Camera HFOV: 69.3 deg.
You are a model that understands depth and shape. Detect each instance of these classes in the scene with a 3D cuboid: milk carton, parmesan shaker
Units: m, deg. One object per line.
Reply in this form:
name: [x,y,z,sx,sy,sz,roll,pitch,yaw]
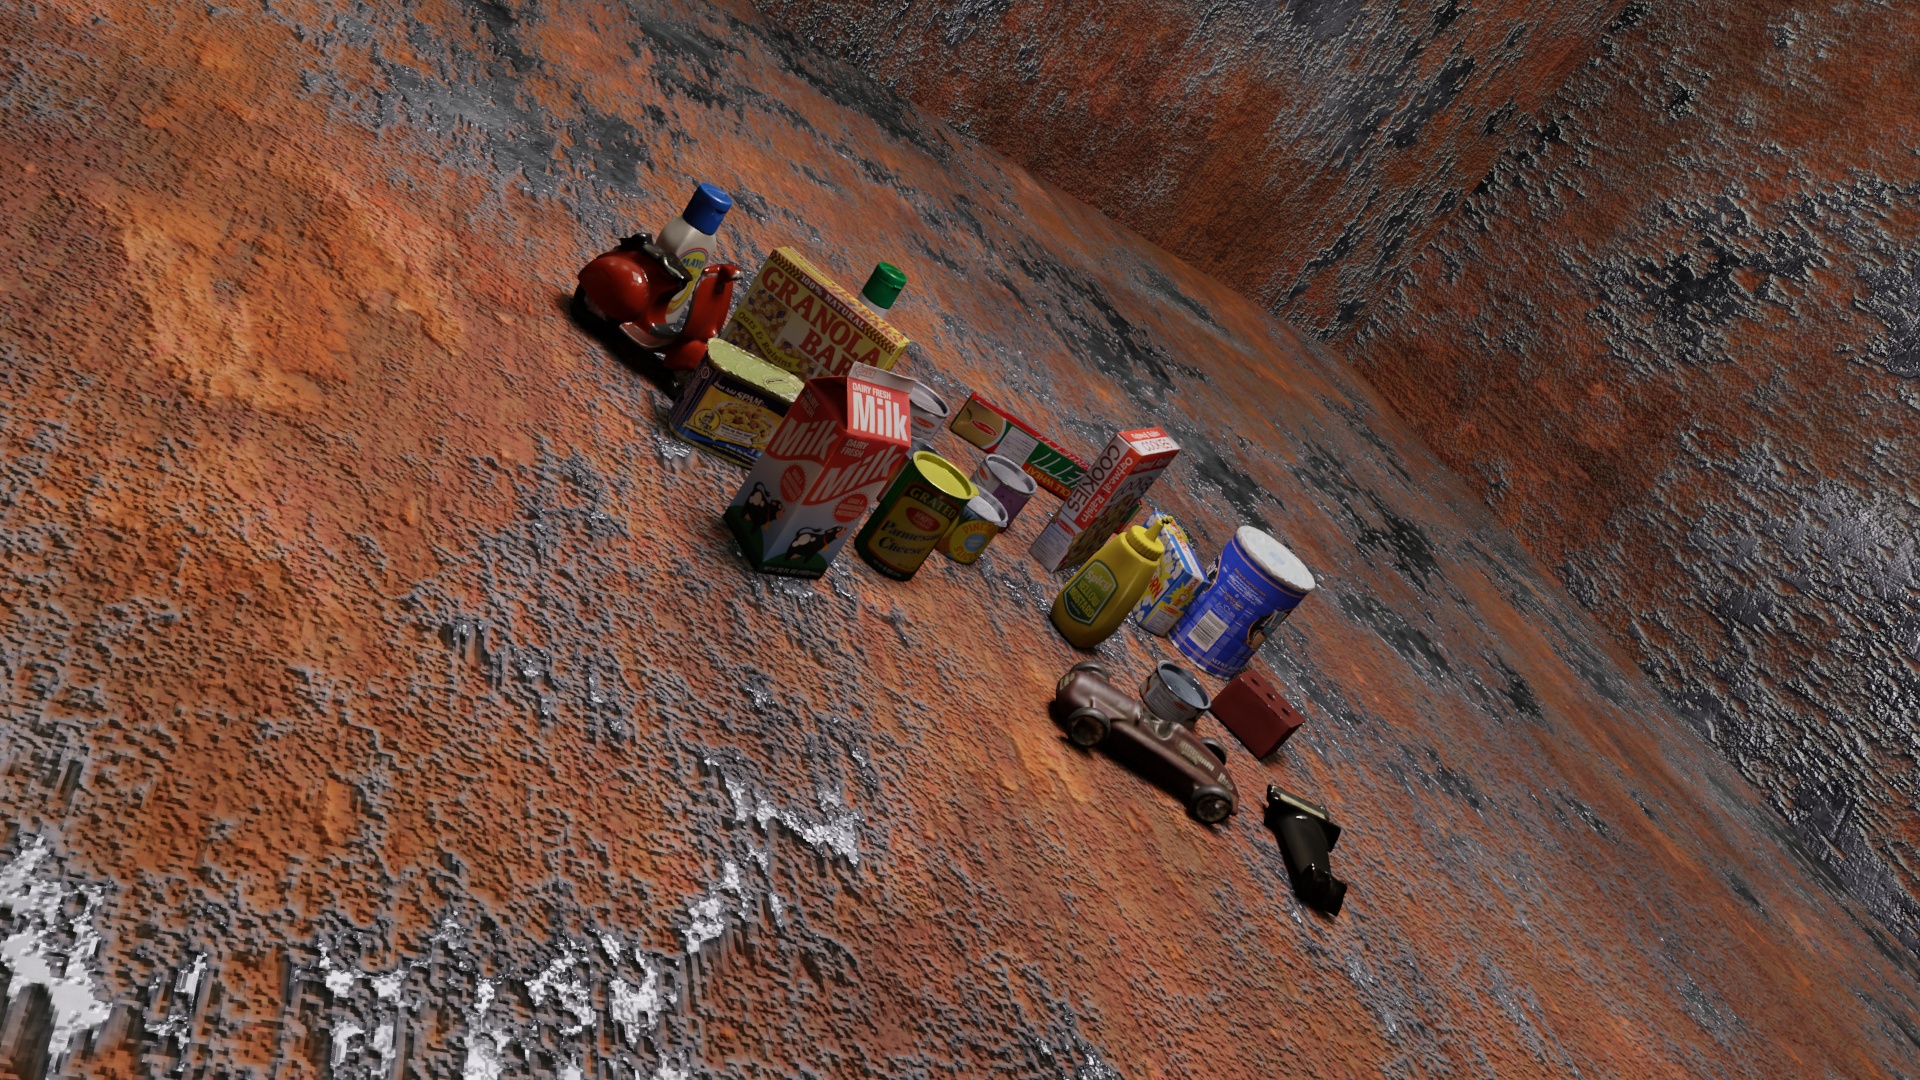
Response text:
milk carton: [-0.109,-0.064,1.139,0.072,0.189,0.074,11,34,-47]
parmesan shaker: [-0.040,-0.020,1.265,0.071,0.102,0.071,30,23,-14]

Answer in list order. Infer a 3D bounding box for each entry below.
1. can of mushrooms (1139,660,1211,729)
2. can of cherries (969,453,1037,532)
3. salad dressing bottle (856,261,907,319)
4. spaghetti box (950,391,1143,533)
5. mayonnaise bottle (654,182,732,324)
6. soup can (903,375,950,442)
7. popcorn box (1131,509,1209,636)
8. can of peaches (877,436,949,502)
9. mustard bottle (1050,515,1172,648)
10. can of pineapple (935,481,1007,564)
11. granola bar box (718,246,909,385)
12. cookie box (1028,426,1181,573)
can of mushrooms: [0.214,0.153,1.378,0.071,0.033,0.071,30,24,-14]
can of cherries: [0.040,-0.049,1.491,0.071,0.058,0.072,30,23,-14]
salad dressing bottle: [-0.111,-0.235,1.520,0.064,0.147,0.044,8,36,-49]
spaghetti box: [0.105,-0.092,1.673,0.250,0.050,0.029,31,23,-12]
mayonnaise bottle: [-0.277,-0.283,1.379,0.041,0.147,0.065,46,24,22]
soup can: [-0.061,-0.120,1.452,0.071,0.083,0.072,30,23,-14]
popcorn box: [0.221,0.036,1.547,0.038,0.085,0.127,26,25,-24]
can of peaches: [-0.049,-0.063,1.393,0.071,0.058,0.071,30,23,-14]
mustard bottle: [0.154,0.033,1.362,0.049,0.159,0.065,6,37,-51]
can of pineapple: [0.005,-0.017,1.381,0.071,0.057,0.071,30,23,-14]
granola bar box: [-0.152,-0.204,1.433,0.165,0.123,0.039,39,23,7]
cookie box: [0.157,-0.047,1.509,0.040,0.166,0.123,43,24,16]
